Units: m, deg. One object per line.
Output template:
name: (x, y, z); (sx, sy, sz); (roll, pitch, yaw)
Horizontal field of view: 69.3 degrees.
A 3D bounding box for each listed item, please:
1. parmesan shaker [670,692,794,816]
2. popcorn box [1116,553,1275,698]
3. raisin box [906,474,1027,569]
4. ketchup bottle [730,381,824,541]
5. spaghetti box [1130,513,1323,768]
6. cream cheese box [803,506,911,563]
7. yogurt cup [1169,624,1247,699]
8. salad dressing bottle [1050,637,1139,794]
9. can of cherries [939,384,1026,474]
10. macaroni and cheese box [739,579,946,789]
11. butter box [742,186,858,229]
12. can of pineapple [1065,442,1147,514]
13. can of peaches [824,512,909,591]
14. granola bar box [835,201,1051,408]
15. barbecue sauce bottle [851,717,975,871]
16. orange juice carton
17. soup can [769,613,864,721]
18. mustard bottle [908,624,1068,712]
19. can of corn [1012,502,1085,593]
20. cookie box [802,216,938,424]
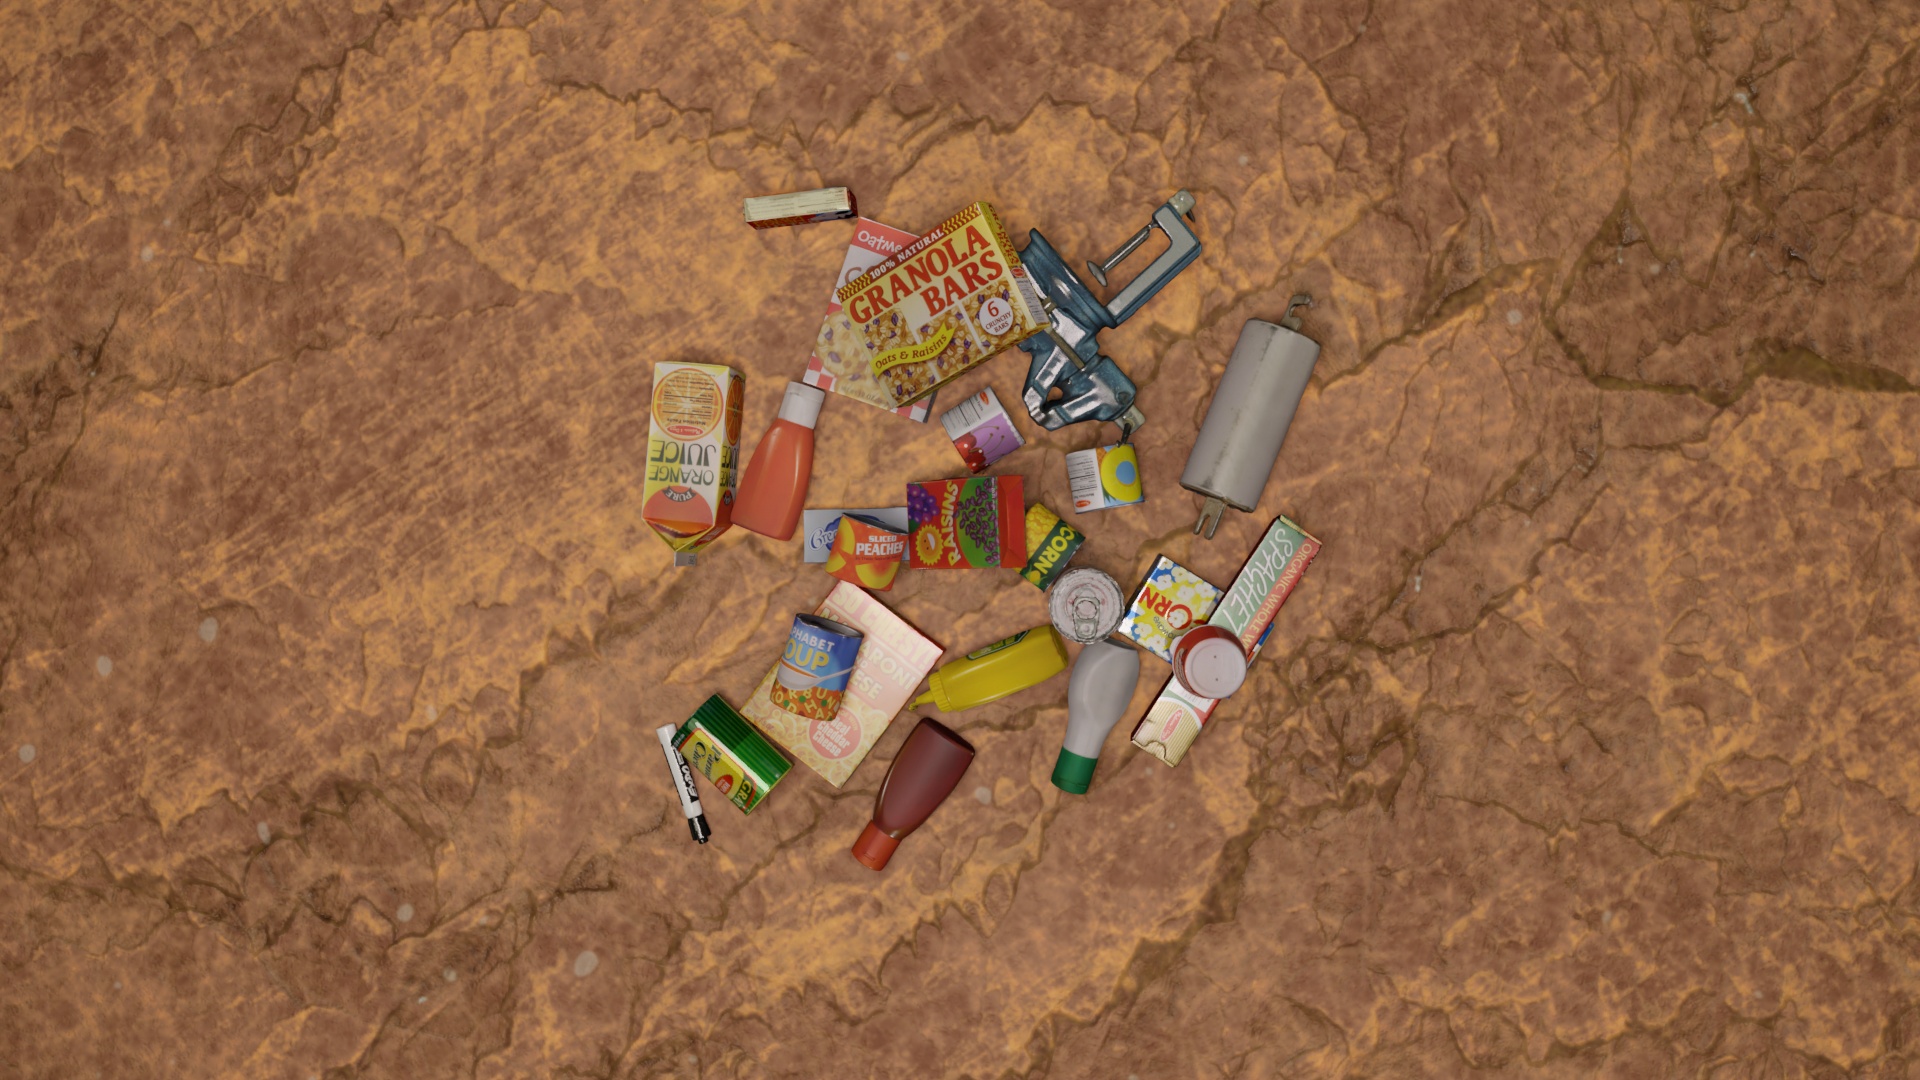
parmesan shaker: (-0.220, 0.206, 1.333); (0.103, 0.071, 0.071); (42, 93, 3)
popcorn box: (0.221, 0.081, 1.315); (0.127, 0.038, 0.085); (32, 94, 3)
raisin box: (0.005, -0.016, 1.294); (0.123, 0.040, 0.086); (-2, 91, 46)
ketchup bottle: (-0.170, -0.077, 1.335); (0.065, 0.043, 0.148); (19, 91, 23)
spaghetti box: (0.244, 0.092, 1.279); (0.050, 0.029, 0.250); (33, 93, 3)
cream cheese box: (-0.099, -0.005, 1.342); (0.104, 0.024, 0.053); (-2, 89, 4)
yogurt cup: (0.225, 0.111, 1.238); (0.072, 0.054, 0.072); (0, 91, 4)
salad dressing bottle: (0.125, 0.166, 1.317); (0.064, 0.044, 0.147); (14, 97, -31)
can of cherries: (0.022, -0.102, 1.314); (0.058, 0.071, 0.071); (-32, 89, 4)
macaroni and cheese box: (-0.112, 0.134, 1.337); (0.124, 0.040, 0.166); (37, 93, 3)
butter box: (-0.153, -0.318, 1.329); (0.103, 0.053, 0.024); (-6, 94, 5)
can of pineapple: (0.137, -0.058, 1.307); (0.071, 0.071, 0.058); (-10, 90, 4)
can of peaches: (-0.086, 0.011, 1.293); (0.071, 0.071, 0.058); (19, 94, 3)
granola bar box: (-0.017, -0.211, 1.255); (0.165, 0.039, 0.124); (-27, 88, 28)
barbecue sauce bottle: (-0.050, 0.246, 1.332); (0.065, 0.044, 0.148); (34, 93, 3)
orange juice carton: (-0.256, -0.070, 1.328); (0.073, 0.072, 0.192); (5, 91, 4)
soup can: (-0.135, 0.116, 1.282); (0.071, 0.071, 0.083); (19, 93, 3)
mustard bottle: (0.022, 0.128, 1.317); (0.160, 0.065, 0.049); (-22, 94, 7)
can of corn: (0.076, 0.006, 1.308); (0.058, 0.071, 0.071); (37, 93, 3)
cookie box: (-0.064, -0.210, 1.331); (0.123, 0.040, 0.167); (20, 93, 4)
